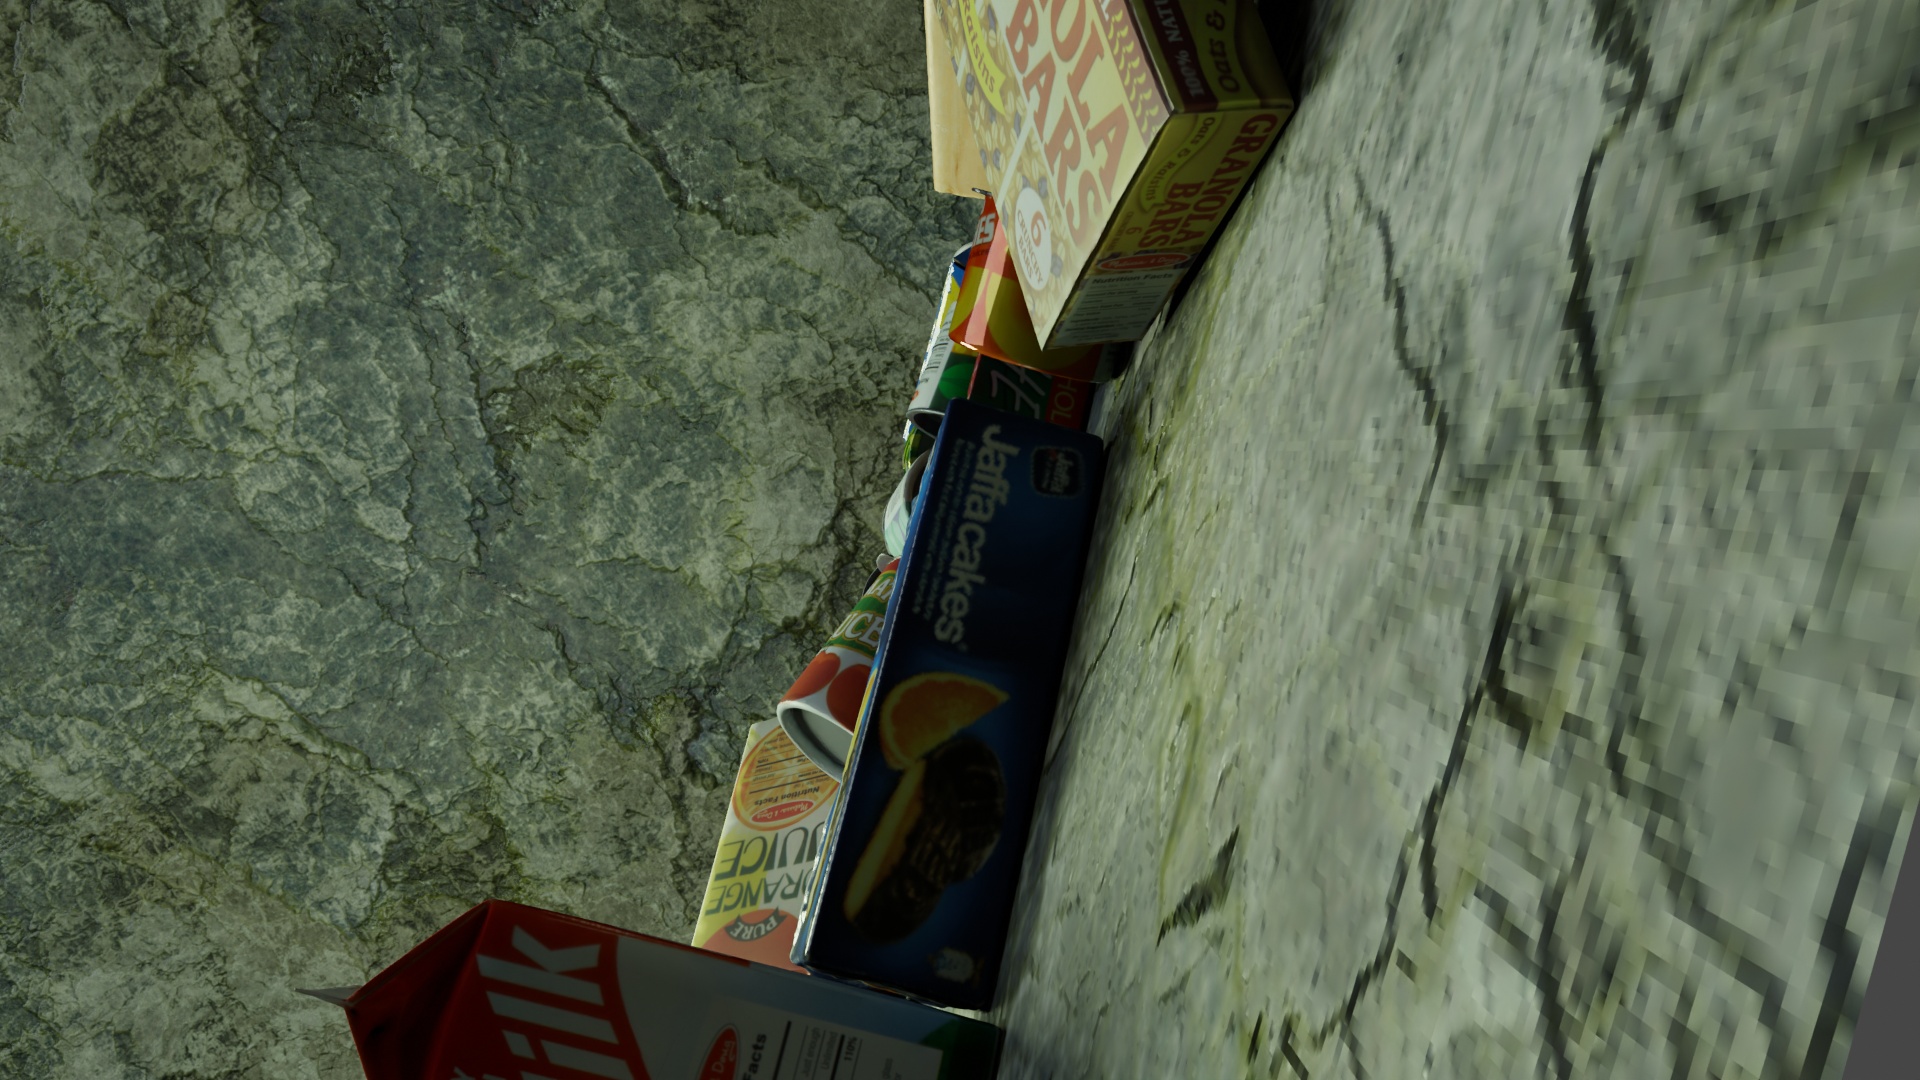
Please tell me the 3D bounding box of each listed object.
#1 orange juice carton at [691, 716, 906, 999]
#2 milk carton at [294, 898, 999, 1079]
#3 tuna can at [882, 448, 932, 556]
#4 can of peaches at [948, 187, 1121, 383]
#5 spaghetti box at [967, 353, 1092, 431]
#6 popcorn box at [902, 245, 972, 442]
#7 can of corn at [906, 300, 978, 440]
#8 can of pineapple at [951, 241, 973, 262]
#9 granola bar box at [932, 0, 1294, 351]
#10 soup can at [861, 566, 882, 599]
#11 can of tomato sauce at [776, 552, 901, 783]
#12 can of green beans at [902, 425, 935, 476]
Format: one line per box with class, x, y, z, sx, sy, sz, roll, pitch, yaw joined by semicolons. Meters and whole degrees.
orange juice carton;-0.068;0.171;0.640;0.071;0.073;0.194;55;-151;-35
milk carton;-0.092;0.156;0.409;0.072;0.191;0.073;117;168;-70
tuna can;0.002;-0.008;0.634;0.032;0.071;0.071;125;161;-57
can of peaches;0.031;-0.096;0.527;0.071;0.071;0.058;-91;16;-76
spaghetti box;0.019;-0.023;0.565;0.028;0.050;0.251;119;166;-67
popcorn box;0.017;-0.111;0.772;0.085;0.038;0.126;-42;-22;-44
can of corn;0.018;-0.072;0.651;0.071;0.071;0.058;133;158;-81
can of pineapple;0.022;-0.150;0.897;0.070;0.071;0.058;113;172;-60
granola bar box;0.035;-0.160;0.426;0.123;0.039;0.166;120;138;-65
soup can;-0.027;0.051;0.805;0.083;0.071;0.071;116;169;-71
can of tomato sauce;-0.028;0.057;0.581;0.083;0.071;0.071;-53;-7;-28
can of green beans;0.004;-0.041;0.714;0.058;0.071;0.071;-164;89;-85
